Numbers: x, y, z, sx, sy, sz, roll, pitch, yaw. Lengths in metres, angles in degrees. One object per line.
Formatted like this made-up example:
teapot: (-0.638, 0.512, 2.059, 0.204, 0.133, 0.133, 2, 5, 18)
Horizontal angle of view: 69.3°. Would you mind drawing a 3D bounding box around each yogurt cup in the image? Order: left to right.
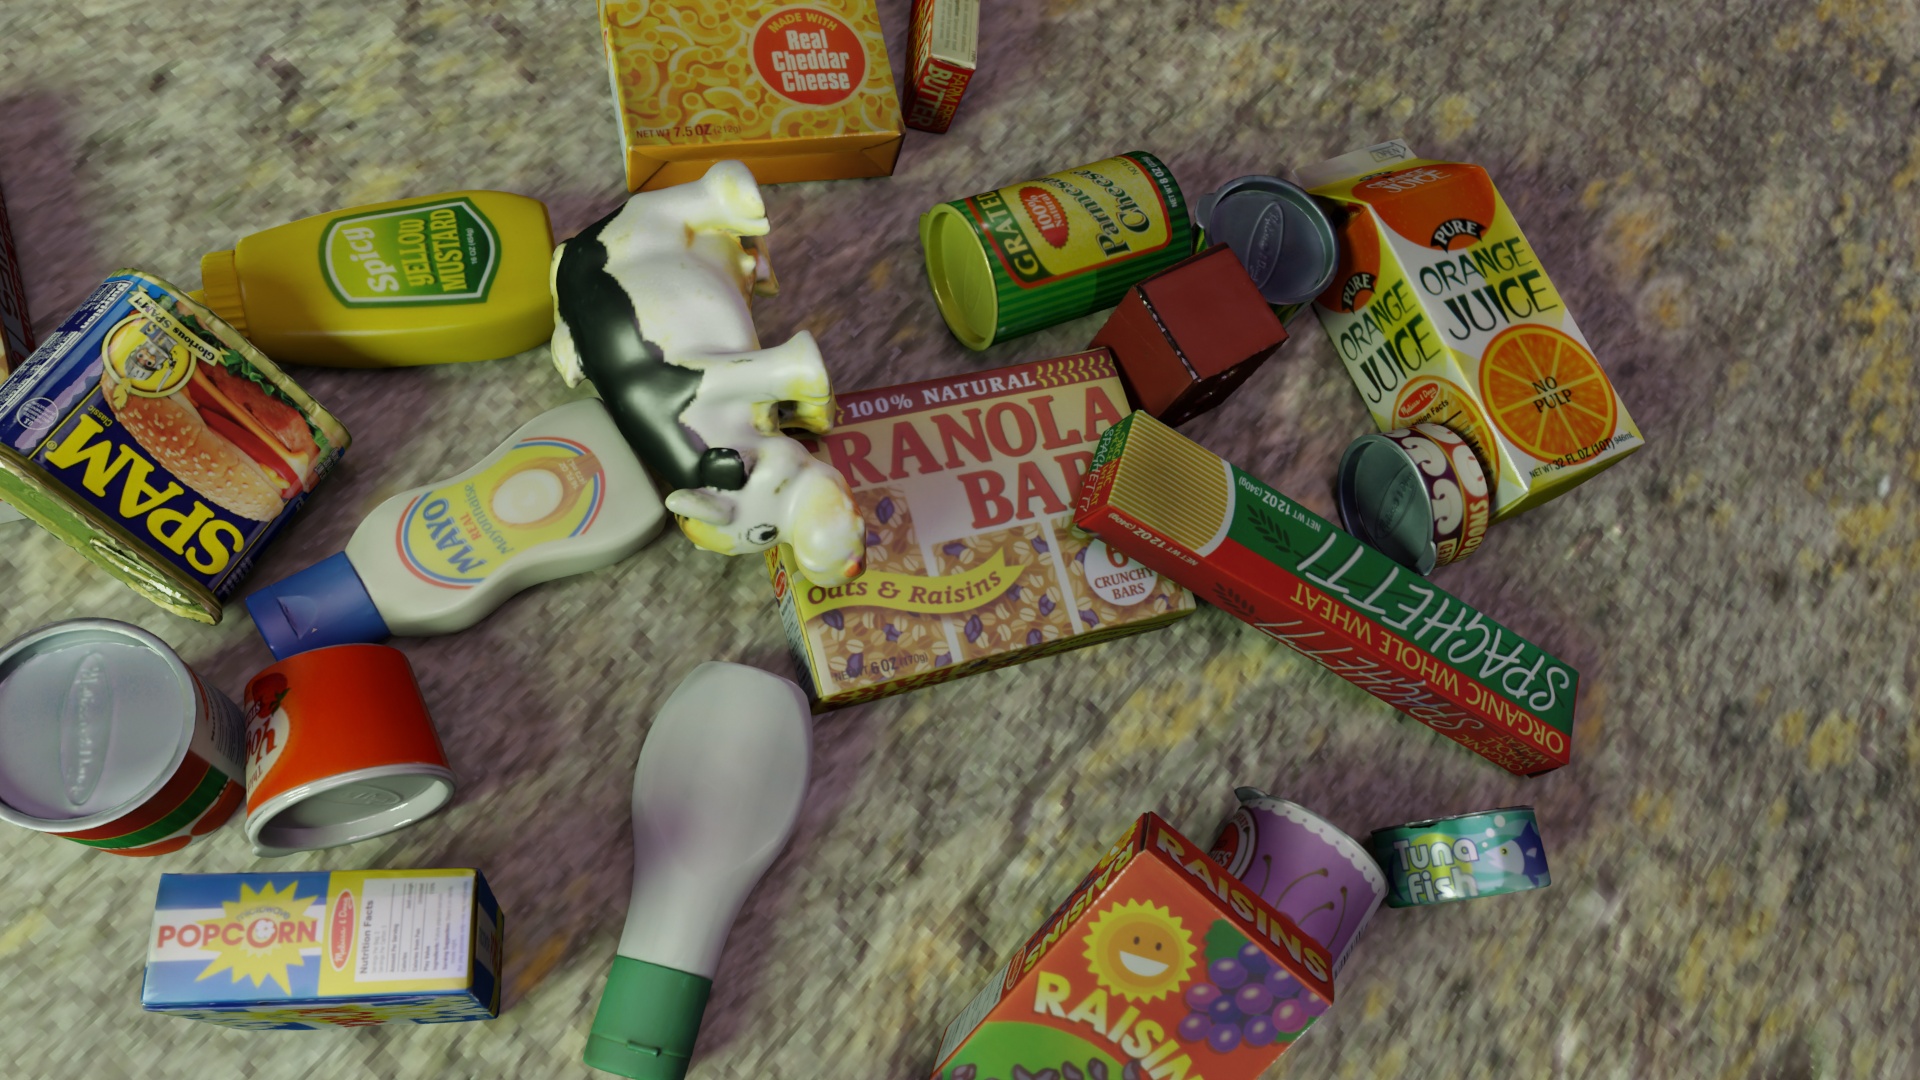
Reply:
yogurt cup: (-0.217, 0.071, 0.488, 0.072, 0.072, 0.054, -15, 67, -18)

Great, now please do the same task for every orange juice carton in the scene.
orange juice carton: (0.228, -0.104, 0.657, 0.072, 0.072, 0.193, -20, 77, -19)

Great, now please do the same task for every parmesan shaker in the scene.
parmesan shaker: (0.043, -0.134, 0.624, 0.103, 0.071, 0.071, -21, 78, -20)

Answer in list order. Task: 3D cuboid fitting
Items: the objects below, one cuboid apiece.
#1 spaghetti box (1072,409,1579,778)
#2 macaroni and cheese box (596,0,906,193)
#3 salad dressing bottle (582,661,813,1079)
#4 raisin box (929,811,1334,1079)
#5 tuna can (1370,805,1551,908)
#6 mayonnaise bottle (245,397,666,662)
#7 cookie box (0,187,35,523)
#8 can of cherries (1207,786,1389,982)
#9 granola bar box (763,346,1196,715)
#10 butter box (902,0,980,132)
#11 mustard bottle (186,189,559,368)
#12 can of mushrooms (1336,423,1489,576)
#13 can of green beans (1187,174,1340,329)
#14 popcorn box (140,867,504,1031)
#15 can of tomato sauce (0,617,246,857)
spaghetti box: (0.163, 0.027, 0.593, 0.250, 0.028, 0.050, 29, 61, -15)
macaroni and cheese box: (-0.104, -0.245, 0.640, 0.124, 0.040, 0.167, -8, 74, -17)
salad dressing bottle: (-0.098, 0.120, 0.511, 0.064, 0.044, 0.148, 19, 69, -9)
raisin box: (0.061, 0.172, 0.500, 0.086, 0.040, 0.123, 39, 106, 2)
tuna can: (0.204, 0.130, 0.570, 0.071, 0.071, 0.033, -3, 73, -15)
mayonnaise bottle: (-0.190, 0.003, 0.530, 0.148, 0.041, 0.065, -30, 83, -22)
cookie box: (-0.412, -0.078, 0.502, 0.123, 0.040, 0.167, -16, 76, -19)
can of cherries: (0.123, 0.142, 0.548, 0.071, 0.071, 0.058, 40, 68, 1)
granola bar box: (0.002, -0.007, 0.584, 0.166, 0.039, 0.124, -12, 74, -18)
butter box: (-0.008, -0.253, 0.661, 0.024, 0.053, 0.104, 9, 70, -14)
mustard bottle: (-0.240, -0.099, 0.549, 0.161, 0.048, 0.065, -12, 73, -18)
can of mushrooms: (0.203, -0.016, 0.622, 0.033, 0.070, 0.071, -13, 75, -20)
can of green beans: (0.134, -0.127, 0.649, 0.071, 0.057, 0.071, 5, 70, -13)
popcorn box: (-0.192, 0.131, 0.438, 0.085, 0.126, 0.038, 1, 68, -14)
can of tomato sauce: (-0.281, 0.069, 0.460, 0.071, 0.082, 0.071, 4, 70, -13)
